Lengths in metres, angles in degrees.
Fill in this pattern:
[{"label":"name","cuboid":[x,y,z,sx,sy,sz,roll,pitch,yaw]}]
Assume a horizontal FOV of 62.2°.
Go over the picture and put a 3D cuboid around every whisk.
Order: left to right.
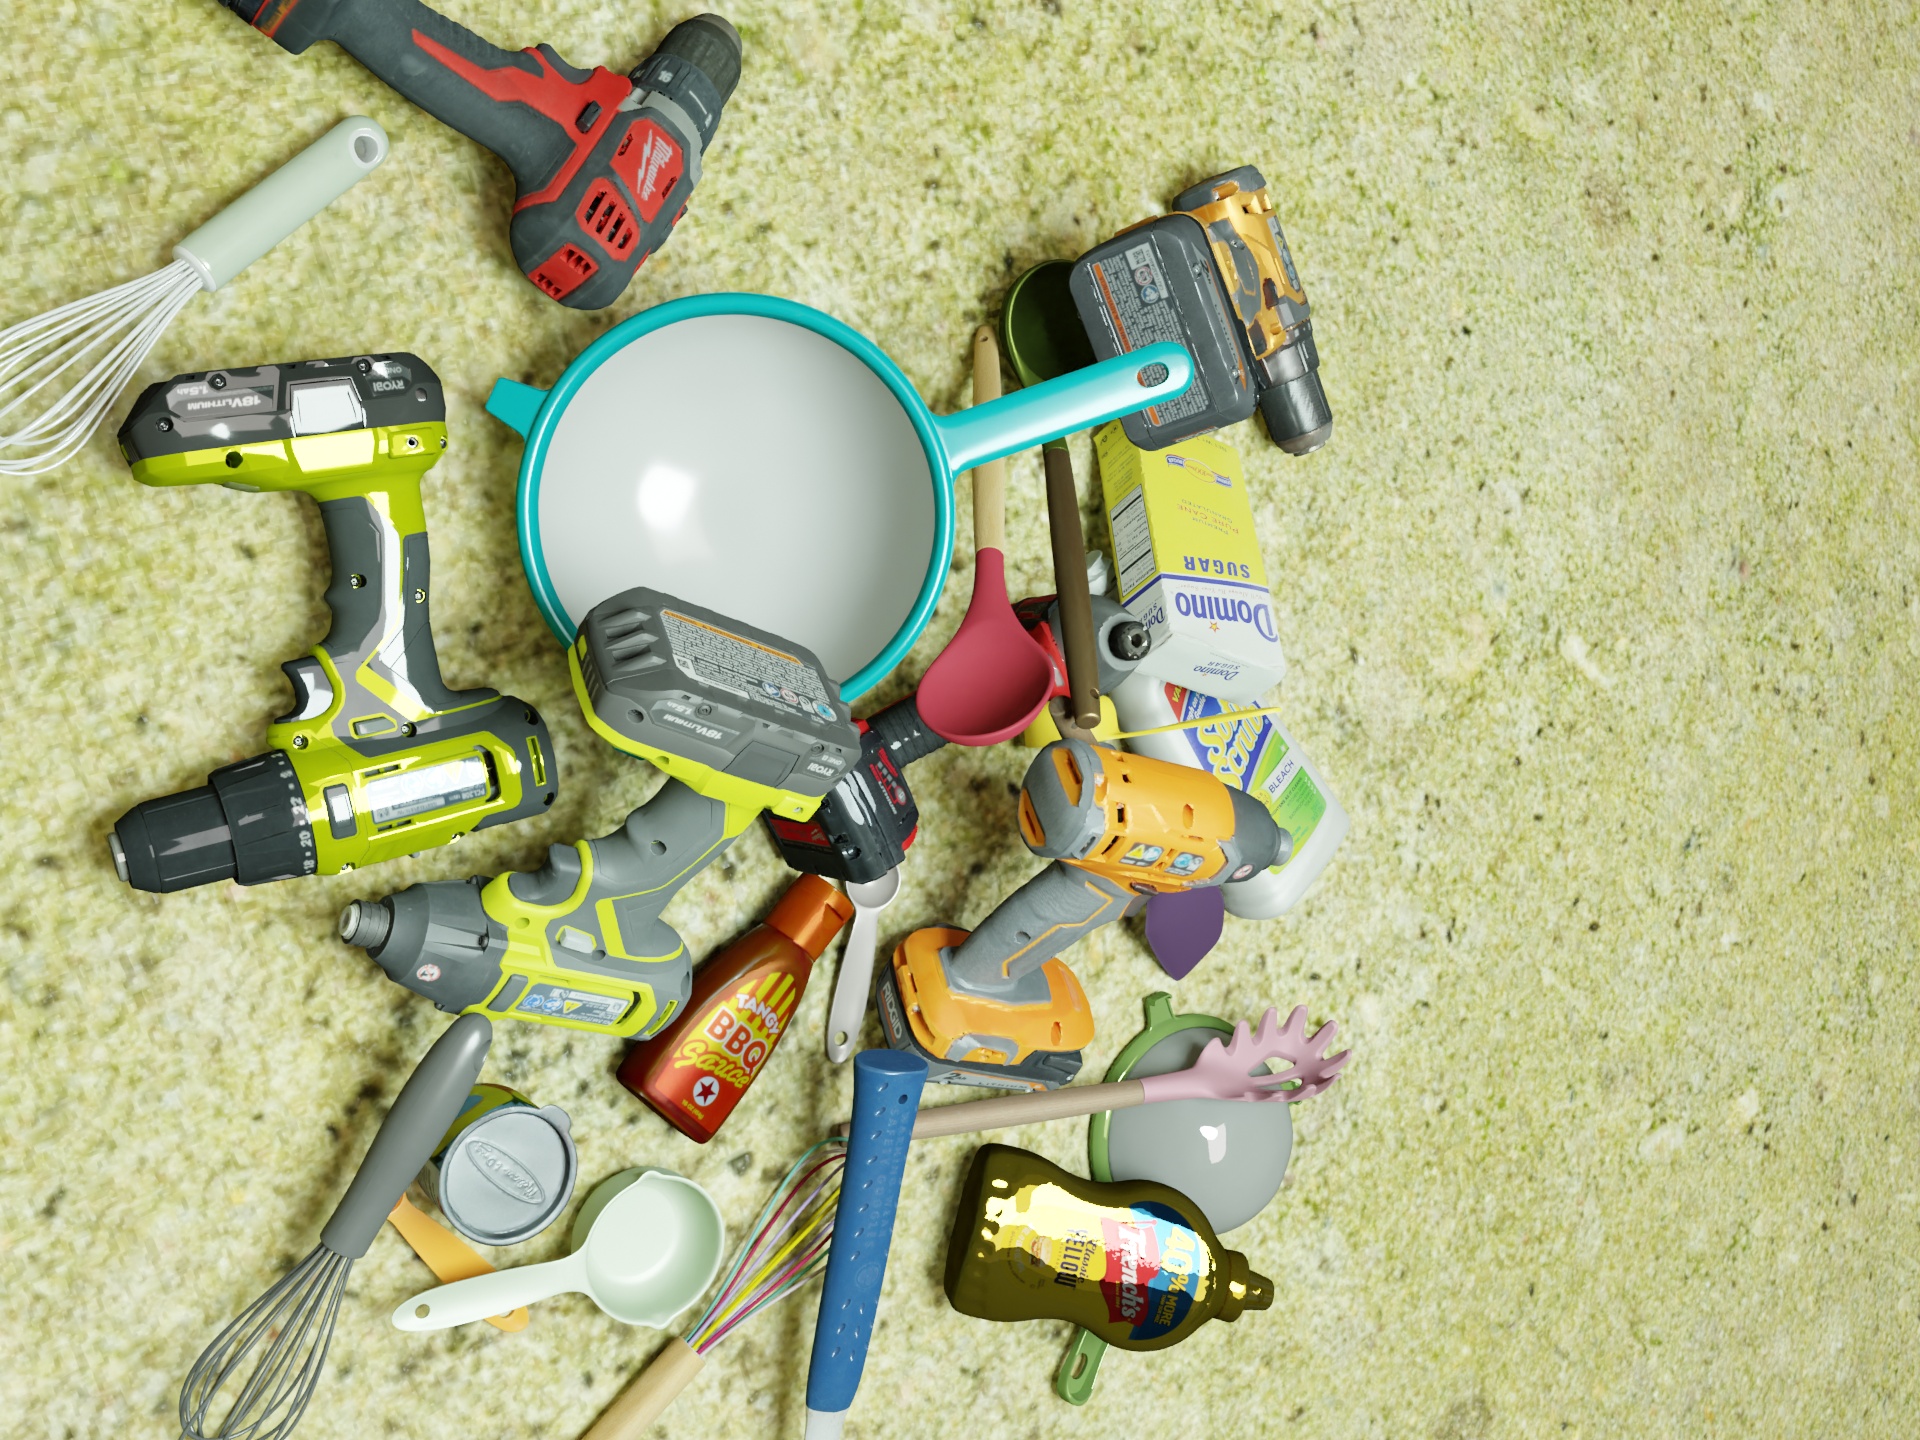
[{"label":"whisk","cuboid":[-0.347,-0.195,0.706,0.246,0.059,0.057,-51,139,-25]},{"label":"whisk","cuboid":[-0.284,0.237,0.725,0.055,0.055,0.239,34,85,-27]},{"label":"whisk","cuboid":[-0.128,0.318,0.849,0.245,0.047,0.051,-44,113,-20]}]

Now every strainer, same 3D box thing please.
[{"label":"strainer","cuboid":[-0.050,-0.125,0.810,0.340,0.095,0.211,-19,98,-3]},{"label":"strainer","cuboid":[0.136,0.310,0.993,0.151,0.069,0.256,37,71,-27]}]

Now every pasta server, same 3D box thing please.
[{"label":"pasta server","cuboid":[0.083,0.219,0.942,0.316,0.060,0.040,-4,134,-17]}]

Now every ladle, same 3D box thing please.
[{"label":"ladle","cuboid":[0.014,-0.107,0.849,0.031,0.069,0.316,72,15,-50]},{"label":"ladle","cuboid":[0.062,-0.132,0.865,0.078,0.062,0.320,22,46,-29]}]

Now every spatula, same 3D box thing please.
[{"label":"spatula","cuboid":[0.105,0.072,0.918,0.060,0.018,0.315,-45,142,-8]}]

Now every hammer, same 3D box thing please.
[{"label":"hammer","cuboid":[-0.068,0.376,0.854,0.144,0.035,0.405,7,97,-32]}]

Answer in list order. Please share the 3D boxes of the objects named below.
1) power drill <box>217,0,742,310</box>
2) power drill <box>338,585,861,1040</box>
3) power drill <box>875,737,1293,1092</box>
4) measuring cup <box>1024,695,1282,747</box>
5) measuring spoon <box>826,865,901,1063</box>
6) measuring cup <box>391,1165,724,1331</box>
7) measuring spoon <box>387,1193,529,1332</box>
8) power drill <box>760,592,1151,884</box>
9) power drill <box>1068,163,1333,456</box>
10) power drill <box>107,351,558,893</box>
[{"label":"power drill","cuboid":[-0.214,-0.331,0.760,0.226,0.080,0.188,39,58,-28]},{"label":"power drill","cuboid":[-0.164,0.054,0.735,0.171,0.080,0.223,21,119,-39]},{"label":"power drill","cuboid":[0.069,0.109,0.868,0.164,0.084,0.226,13,129,-31]},{"label":"measuring cup","cuboid":[0.110,-0.007,0.932,0.062,0.156,0.029,-9,91,-65]},{"label":"measuring spoon","cuboid":[-0.061,0.134,0.906,0.034,0.018,0.124,10,92,-28]},{"label":"measuring cup","cuboid":[-0.204,0.275,0.805,0.167,0.038,0.083,-6,94,-29]},{"label":"measuring spoon","cuboid":[-0.255,0.266,0.791,0.021,0.011,0.116,-46,116,-22]},{"label":"power drill","cuboid":[-0.001,-0.003,0.863,0.219,0.143,0.078,-32,105,-25]},{"label":"power drill","cuboid":[0.160,-0.228,0.956,0.226,0.084,0.185,-43,114,-55]},{"label":"power drill","cuboid":[-0.298,-0.041,0.719,0.190,0.080,0.228,-15,101,-31]}]
